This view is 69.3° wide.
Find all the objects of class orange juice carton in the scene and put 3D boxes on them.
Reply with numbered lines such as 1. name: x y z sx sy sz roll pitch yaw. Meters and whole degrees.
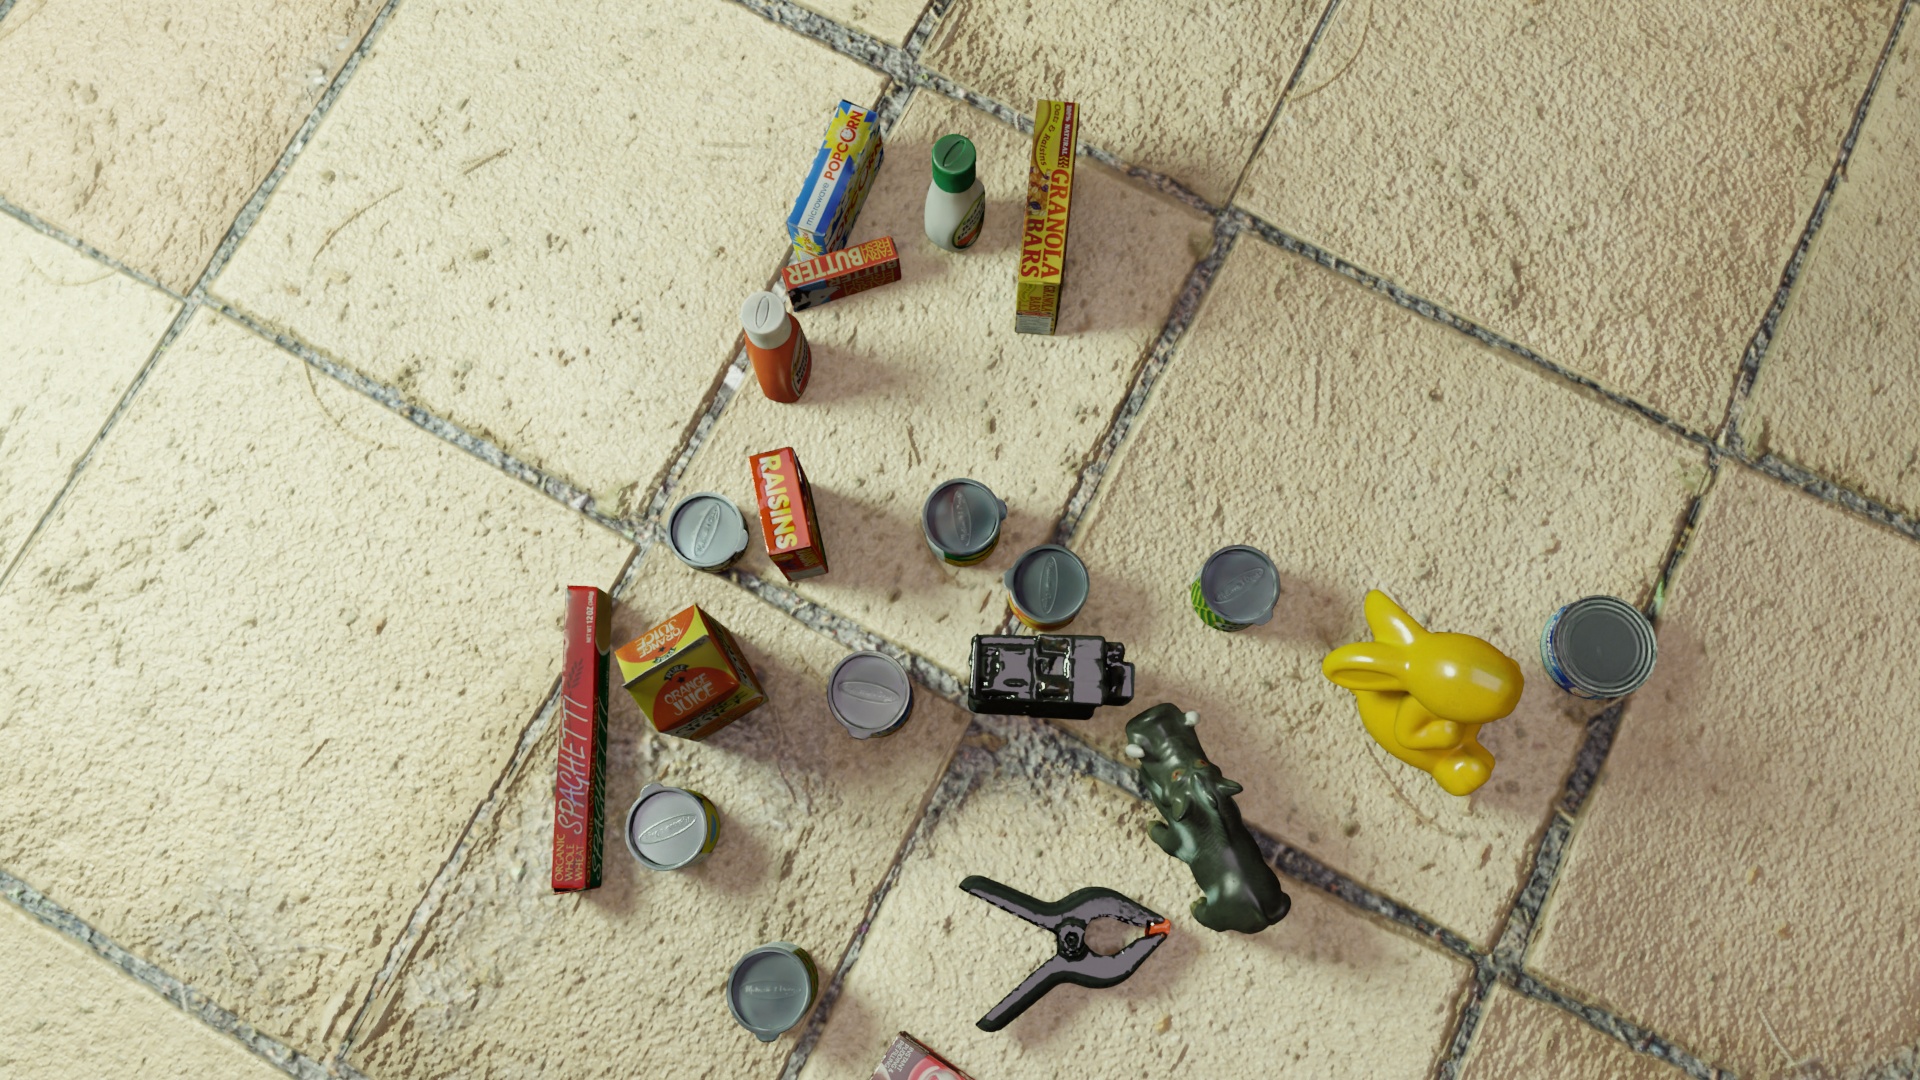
1. orange juice carton: -0.211 0.105 1.088 0.072 0.192 0.073 -31 80 -5

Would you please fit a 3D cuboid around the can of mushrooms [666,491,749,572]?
1. can of mushrooms: -0.214 -0.006 1.193 0.071 0.033 0.071 0 78 1

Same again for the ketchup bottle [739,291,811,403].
1. ketchup bottle: -0.156 -0.166 1.168 0.043 0.148 0.065 9 79 3

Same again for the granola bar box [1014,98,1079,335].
1. granola bar box: 0.075 -0.276 1.201 0.039 0.124 0.166 6 78 2

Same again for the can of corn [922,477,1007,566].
1. can of corn: 0.004 -0.015 1.179 0.071 0.058 0.071 0 78 1

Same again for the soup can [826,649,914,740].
1. soup can: -0.073 0.130 1.136 0.071 0.083 0.071 0 78 1

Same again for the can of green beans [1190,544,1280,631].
1. can of green beans: 0.230 0.041 1.165 0.071 0.057 0.071 0 78 1

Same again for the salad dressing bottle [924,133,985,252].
1. salad dressing bottle: -0.005 -0.298 1.195 0.044 0.147 0.064 35 81 7

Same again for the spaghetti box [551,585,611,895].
1. spaghetti box: -0.312 0.163 1.149 0.029 0.050 0.250 -1 78 1

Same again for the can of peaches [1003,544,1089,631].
1. can of peaches: 0.071 0.040 1.167 0.071 0.058 0.071 0 78 1

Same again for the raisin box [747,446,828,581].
1. raisin box: -0.141 -0.019 1.149 0.040 0.123 0.086 -12 78 -2

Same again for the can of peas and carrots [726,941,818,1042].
1. can of peas and carrots: -0.148 0.356 1.101 0.071 0.058 0.071 0 78 1

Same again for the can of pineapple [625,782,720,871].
1. can of pineapple: -0.233 0.232 1.129 0.071 0.057 0.071 0 78 1

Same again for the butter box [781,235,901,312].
1. butter box: -0.105 -0.236 1.231 0.103 0.053 0.024 -18 79 -3

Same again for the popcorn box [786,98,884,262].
1. popcorn box: -0.110 -0.312 1.231 0.038 0.085 0.127 21 79 5
